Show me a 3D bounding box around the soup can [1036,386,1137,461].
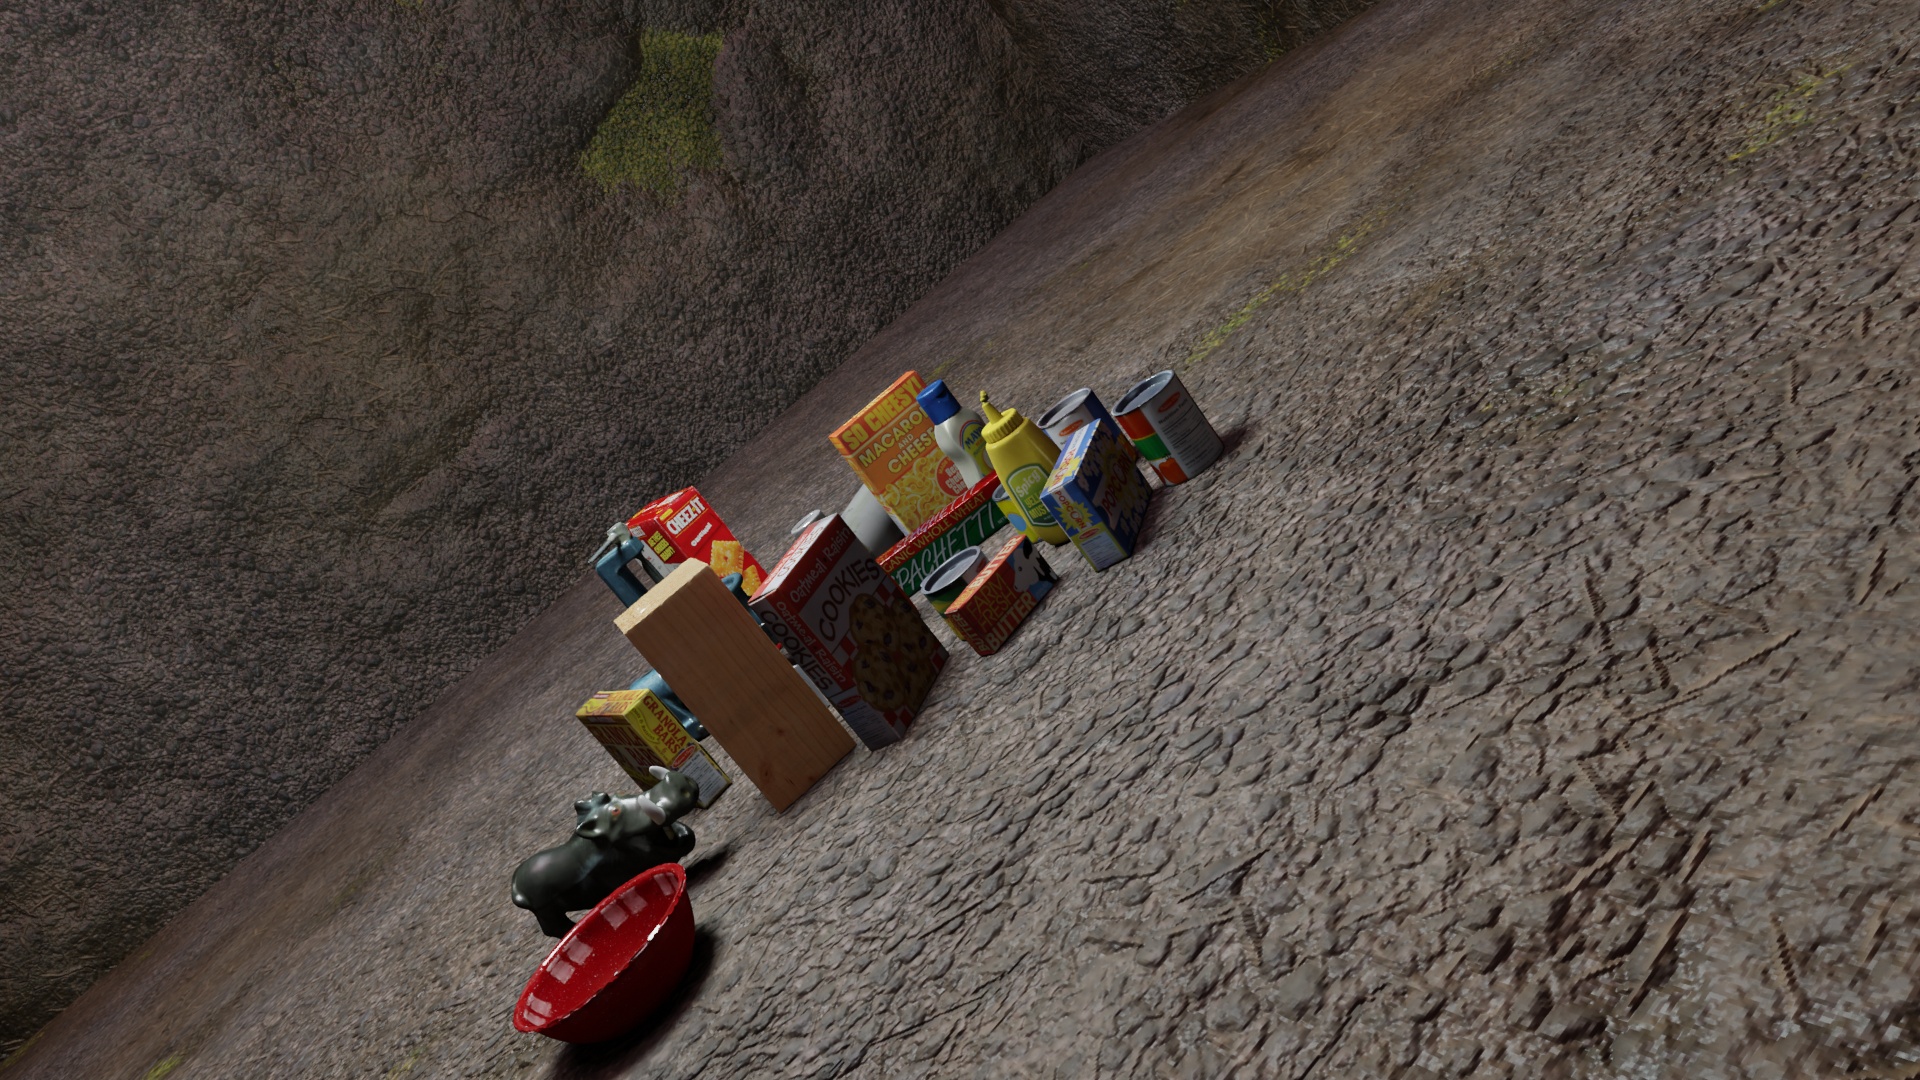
[{"bbox_3d":[0.126,-0.100,1.374,0.071,0.083,0.071,-35,15,11],"label":"soup can"}]

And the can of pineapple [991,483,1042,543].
[{"bbox_3d":[0.075,-0.039,1.356,0.071,0.057,0.071,-35,15,11],"label":"can of pineapple"}]

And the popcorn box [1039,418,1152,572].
[{"bbox_3d":[0.120,-0.041,1.207,0.038,0.085,0.127,-29,17,29],"label":"popcorn box"}]

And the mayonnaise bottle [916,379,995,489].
[{"bbox_3d":[0.008,-0.110,1.549,0.065,0.148,0.041,-45,16,-27],"label":"mayonnaise bottle"}]

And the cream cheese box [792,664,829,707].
[{"bbox_3d":[-0.170,0.170,1.303,0.024,0.053,0.104,-24,20,42],"label":"cream cheese box"}]

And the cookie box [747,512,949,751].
[{"bbox_3d":[-0.092,0.076,1.182,0.040,0.167,0.123,-28,17,34],"label":"cookie box"}]

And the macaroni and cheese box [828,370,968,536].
[{"bbox_3d":[-0.053,-0.092,1.599,0.124,0.166,0.040,-41,15,-14],"label":"macaroni and cheese box"}]

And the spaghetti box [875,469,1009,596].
[{"bbox_3d":[0.005,-0.018,1.471,0.250,0.050,0.029,-37,15,1],"label":"spaghetti box"}]

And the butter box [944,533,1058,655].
[{"bbox_3d":[0.037,0.047,1.197,0.104,0.053,0.024,-47,17,-31],"label":"butter box"}]

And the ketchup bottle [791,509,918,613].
[{"bbox_3d":[-0.107,0.037,1.369,0.065,0.148,0.043,-47,17,-32],"label":"ketchup bottle"}]

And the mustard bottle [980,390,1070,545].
[{"bbox_3d":[0.062,-0.071,1.282,0.065,0.160,0.049,-29,17,29],"label":"mustard bottle"}]

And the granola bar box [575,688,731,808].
[{"bbox_3d":[-0.306,0.204,1.373,0.039,0.124,0.165,-45,17,-27],"label":"granola bar box"}]

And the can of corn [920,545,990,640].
[{"bbox_3d":[0.006,0.049,1.251,0.071,0.058,0.071,-35,15,11],"label":"can of corn"}]

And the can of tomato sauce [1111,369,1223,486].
[{"bbox_3d":[0.185,-0.100,1.239,0.071,0.083,0.071,-35,15,11],"label":"can of tomato sauce"}]
